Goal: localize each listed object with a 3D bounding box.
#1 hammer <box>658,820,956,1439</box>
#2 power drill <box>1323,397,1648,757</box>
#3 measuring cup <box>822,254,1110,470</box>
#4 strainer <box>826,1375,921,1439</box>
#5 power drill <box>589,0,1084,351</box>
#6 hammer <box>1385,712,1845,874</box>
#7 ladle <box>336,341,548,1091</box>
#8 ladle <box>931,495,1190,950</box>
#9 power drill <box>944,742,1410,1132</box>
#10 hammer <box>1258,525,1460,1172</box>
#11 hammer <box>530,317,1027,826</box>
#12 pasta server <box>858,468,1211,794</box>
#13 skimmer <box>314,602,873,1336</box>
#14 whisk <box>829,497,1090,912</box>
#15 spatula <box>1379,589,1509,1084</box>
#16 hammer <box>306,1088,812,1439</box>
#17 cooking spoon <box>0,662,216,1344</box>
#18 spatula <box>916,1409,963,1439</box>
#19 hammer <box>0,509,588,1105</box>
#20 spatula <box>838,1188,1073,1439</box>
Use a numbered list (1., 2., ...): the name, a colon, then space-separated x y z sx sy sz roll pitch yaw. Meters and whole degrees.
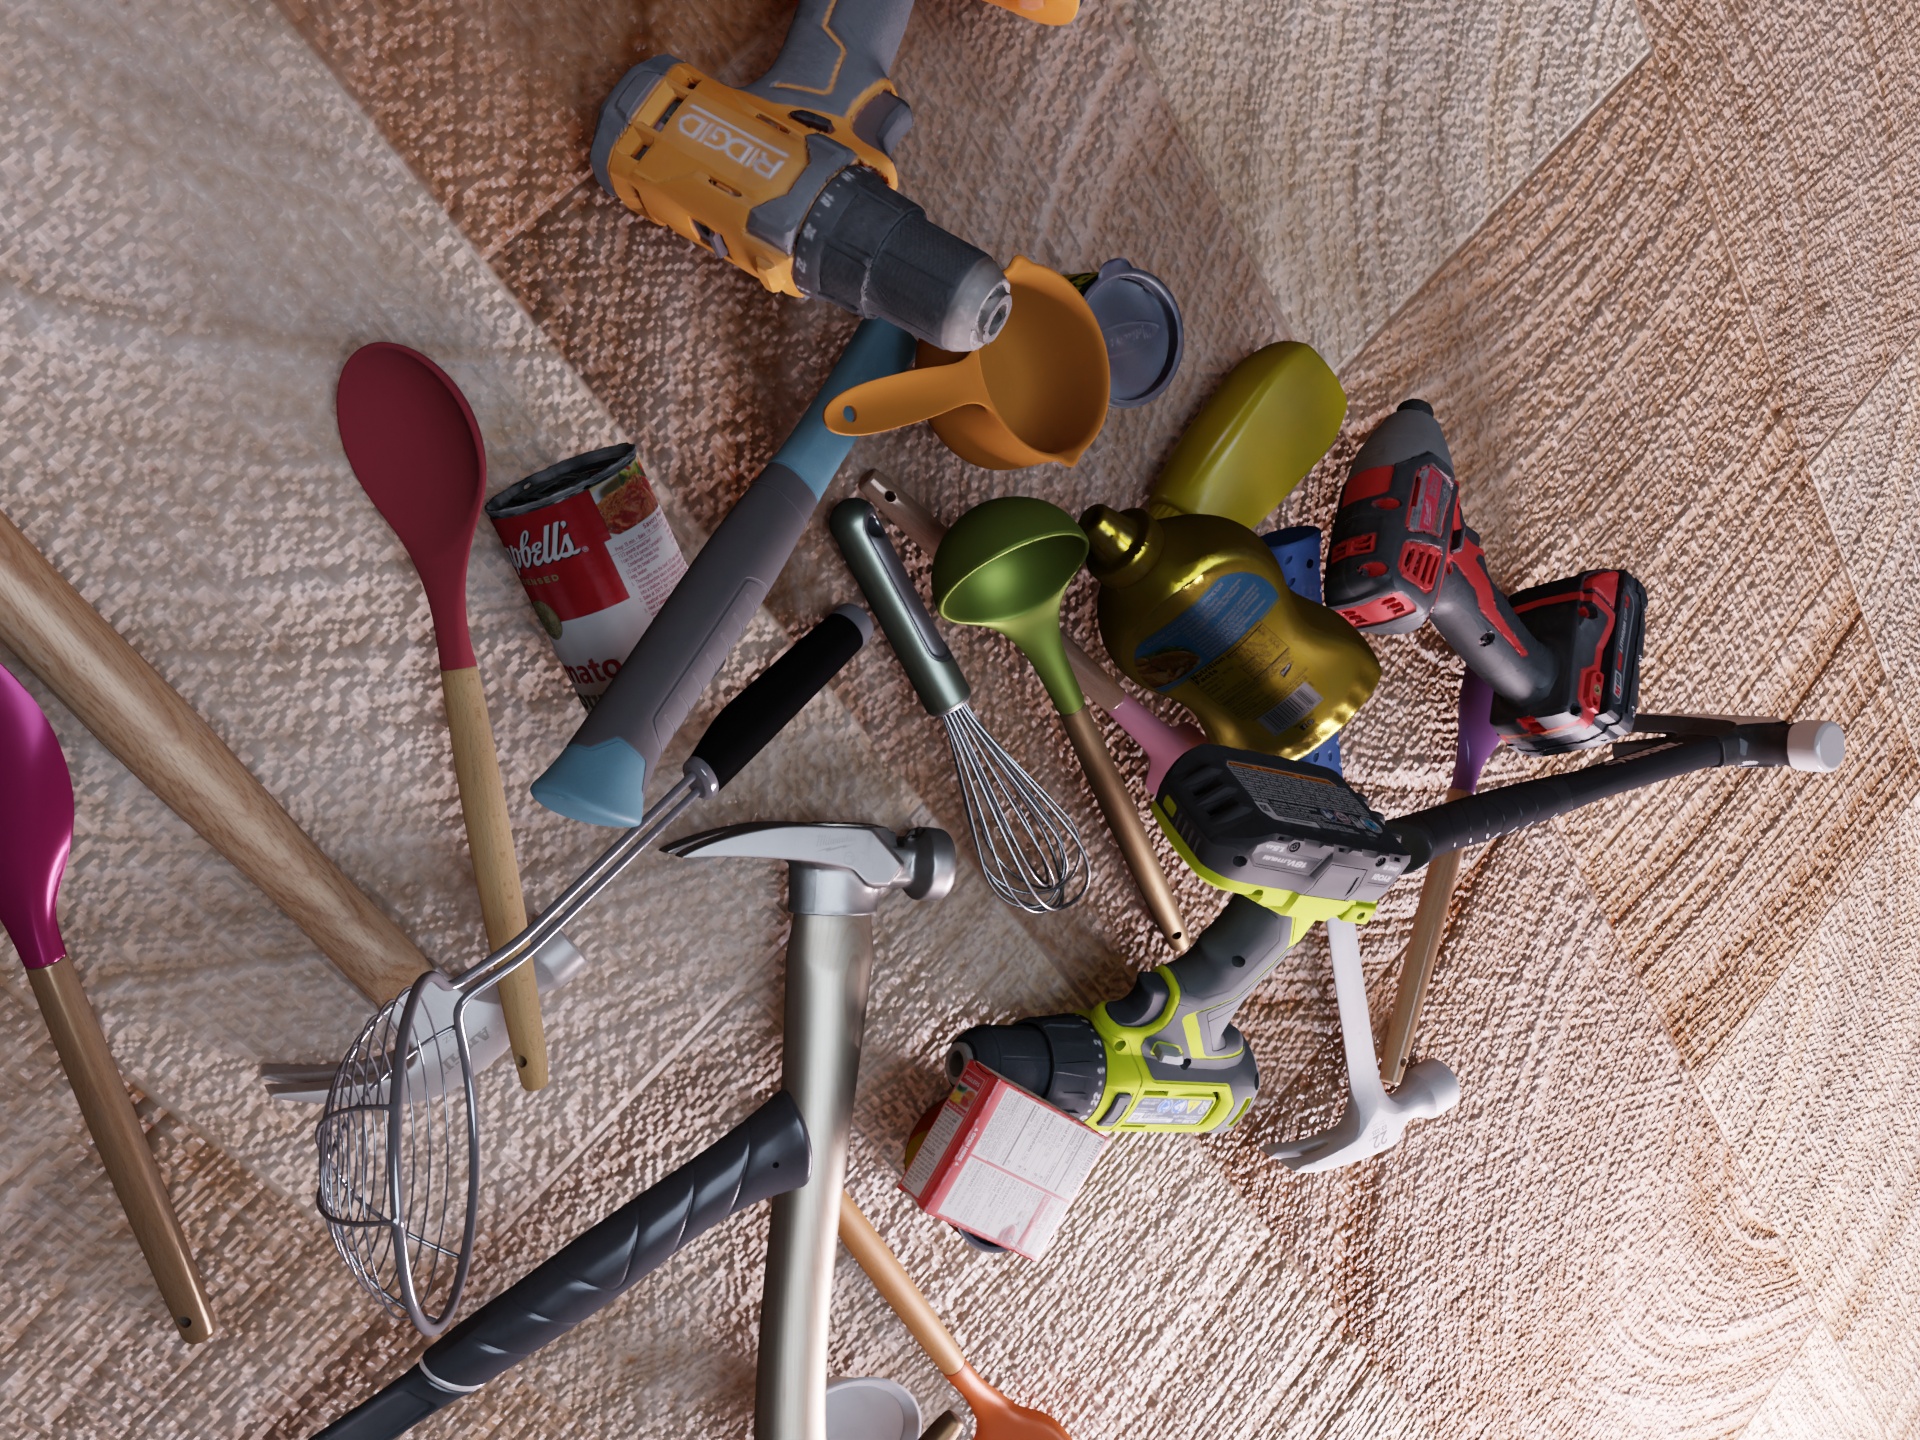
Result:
1. hammer: -0.085 0.254 0.770 0.146 0.038 0.410 5 89 -30
2. power drill: 0.303 -0.082 0.925 0.219 0.078 0.143 31 62 -28
3. measuring cup: -0.008 -0.144 0.696 0.173 0.052 0.095 -25 103 -40
4. strainer: -0.020 0.417 0.860 0.087 0.050 0.258 -45 113 1
5. power drill: -0.019 -0.271 0.662 0.185 0.084 0.226 32 80 12
6. hammer: 0.366 0.040 0.959 0.334 0.146 0.035 -12 99 -29
7. ladle: -0.203 0.004 0.659 0.031 0.069 0.315 -26 110 -62
8. ladle: 0.069 0.018 0.817 0.078 0.062 0.319 -25 125 3
9. power drill: 0.111 0.128 0.835 0.190 0.080 0.228 11 120 -33
10. hammer: 0.218 0.086 0.950 0.144 0.035 0.405 -22 110 -26
11. hammer: -0.078 -0.090 0.681 0.128 0.033 0.331 46 57 -30
12. pasta server: 0.060 -0.027 0.840 0.316 0.040 0.060 40 79 -26
13. skimmer: -0.124 0.076 0.658 0.363 0.090 0.127 -48 155 -35
14. whisk: -0.001 -0.003 0.797 0.246 0.059 0.058 62 31 -20
15. spatula: 0.304 0.069 0.979 0.059 0.018 0.316 27 74 -33
16. hammer: -0.240 0.288 0.687 0.409 0.036 0.149 -33 113 -10
17. cooking spoon: -0.348 0.116 0.622 0.069 0.017 0.318 -9 111 3
18. spatula: -0.113 0.473 0.810 0.317 0.044 0.082 -48 118 -7
19. hammer: -0.299 0.032 0.635 0.130 0.031 0.331 -43 118 -16
20. spatula: -0.013 0.341 0.863 0.081 0.041 0.322 -28 114 4
